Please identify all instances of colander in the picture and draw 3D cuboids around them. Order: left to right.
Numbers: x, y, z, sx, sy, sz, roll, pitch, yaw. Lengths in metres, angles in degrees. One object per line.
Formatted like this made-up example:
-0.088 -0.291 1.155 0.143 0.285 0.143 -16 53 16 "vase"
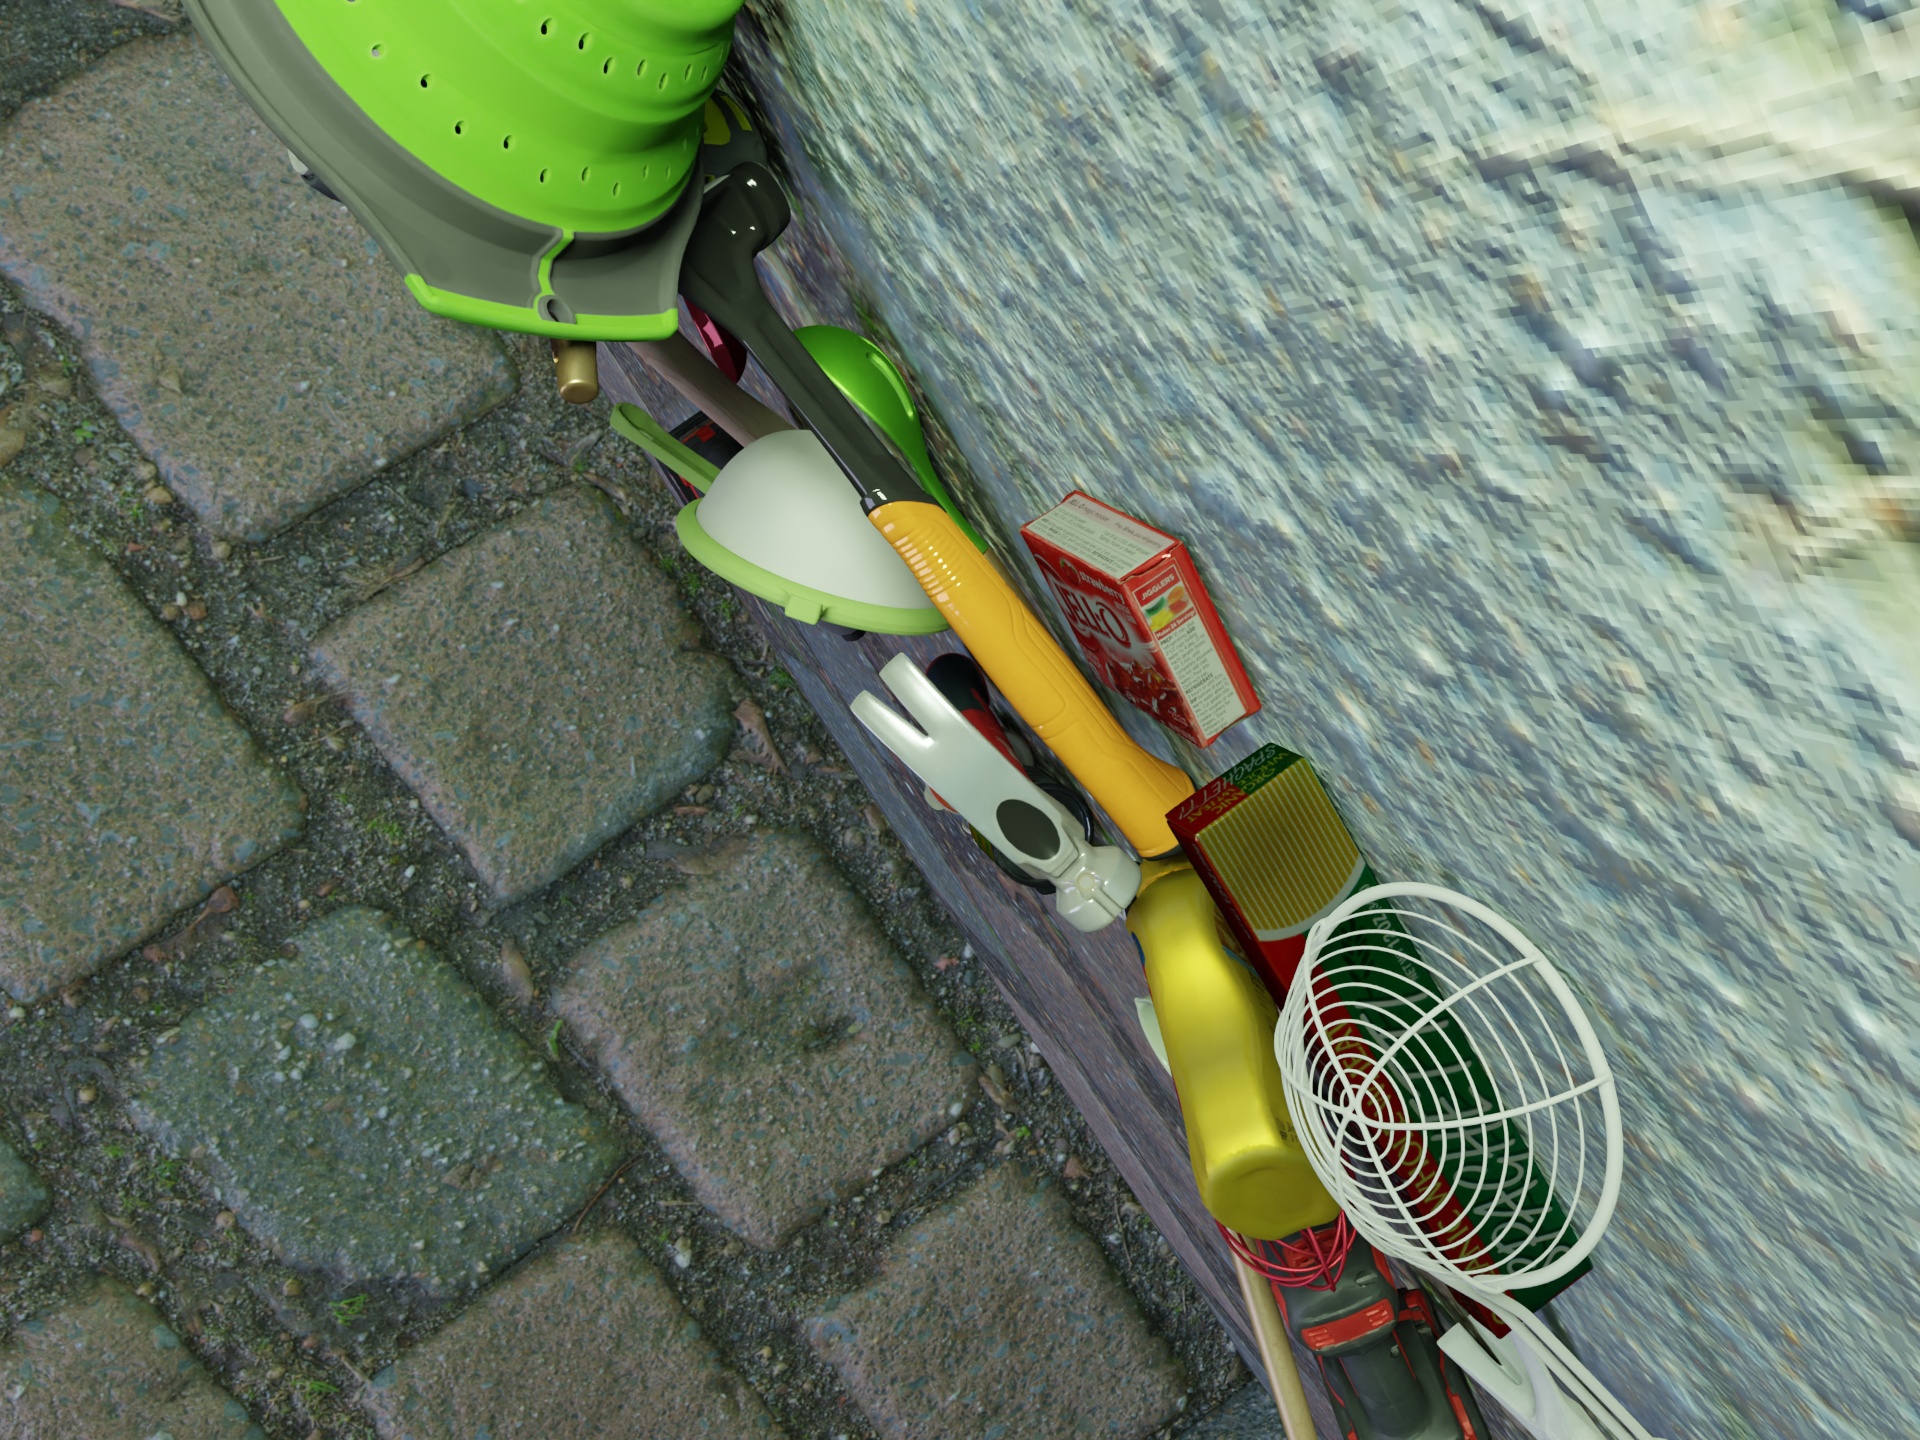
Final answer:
-0.159 -0.323 0.506 0.204 0.094 0.397 -10 -100 -53 "colander"

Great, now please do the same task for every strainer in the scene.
-0.095 -0.129 0.815 0.257 0.069 0.151 36 -154 33 "strainer"

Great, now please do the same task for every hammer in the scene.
-0.171 -0.210 0.887 0.146 0.038 0.410 55 -172 24 "hammer"
-0.011 -0.064 0.646 0.034 0.127 0.336 -25 113 40 "hammer"
-0.001 -0.003 0.835 0.143 0.038 0.386 43 -176 -11 "hammer"
0.201 0.194 0.684 0.405 0.035 0.144 59 172 -24 "hammer"

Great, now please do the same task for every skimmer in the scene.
0.230 0.204 0.554 0.363 0.090 0.127 47 156 -24 "skimmer"

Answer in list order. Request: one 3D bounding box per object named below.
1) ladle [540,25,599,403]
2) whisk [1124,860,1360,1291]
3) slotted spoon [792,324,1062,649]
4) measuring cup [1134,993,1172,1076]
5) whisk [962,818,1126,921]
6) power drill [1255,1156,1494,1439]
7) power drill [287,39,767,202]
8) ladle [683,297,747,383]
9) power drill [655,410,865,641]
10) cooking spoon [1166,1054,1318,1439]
-0.167 -0.252 0.584 0.078 0.062 0.320 129 135 -56 "ladle"
0.130 0.169 0.822 0.073 0.073 0.296 61 -176 -36 "whisk"
0.022 -0.058 0.757 0.313 0.031 0.070 55 -170 -17 "slotted spoon"
0.149 0.175 0.957 0.083 0.038 0.167 53 160 24 "measuring cup"
0.064 0.090 1.059 0.246 0.059 0.057 -153 51 -66 "whisk"
0.212 0.308 0.892 0.188 0.080 0.226 -102 -14 -58 "power drill"
-0.211 -0.290 0.674 0.229 0.190 0.080 57 137 23 "power drill"
-0.201 -0.300 0.924 0.069 0.031 0.315 52 -178 32 "ladle"
-0.144 -0.151 1.233 0.220 0.078 0.143 43 166 47 "power drill"
0.159 0.293 0.892 0.068 0.017 0.319 11 -118 -75 "cooking spoon"
